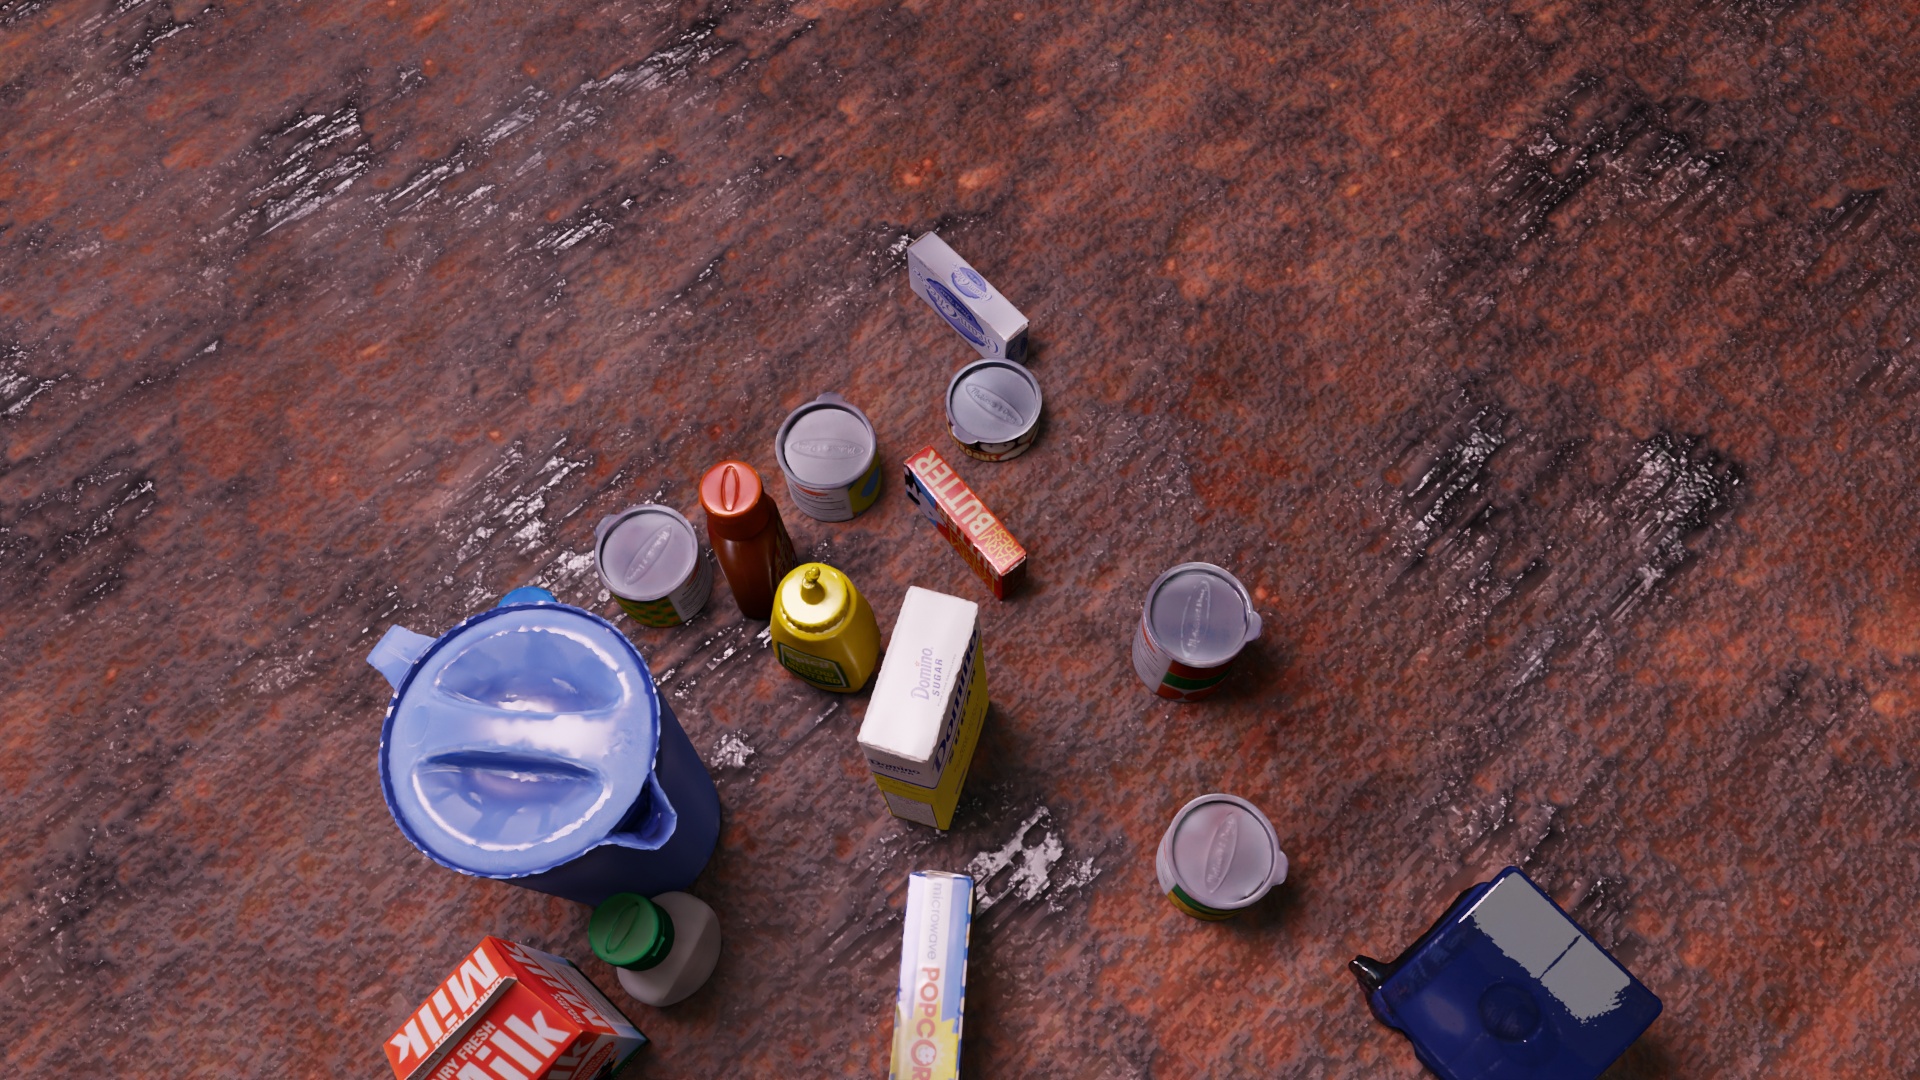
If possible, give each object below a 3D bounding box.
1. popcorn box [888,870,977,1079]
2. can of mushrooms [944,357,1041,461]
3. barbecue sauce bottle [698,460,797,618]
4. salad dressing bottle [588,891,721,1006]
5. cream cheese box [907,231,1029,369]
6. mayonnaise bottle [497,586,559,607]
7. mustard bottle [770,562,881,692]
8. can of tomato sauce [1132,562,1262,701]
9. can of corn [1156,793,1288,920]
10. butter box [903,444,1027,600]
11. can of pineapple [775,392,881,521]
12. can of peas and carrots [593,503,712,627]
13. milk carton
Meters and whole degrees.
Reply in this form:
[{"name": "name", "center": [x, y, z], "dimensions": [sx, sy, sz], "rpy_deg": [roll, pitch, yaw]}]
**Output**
[{"name": "popcorn box", "center": [-0.014, 0.258, 0.787], "dimensions": [0.038, 0.085, 0.127], "rpy_deg": [4, 68, 3]}, {"name": "can of mushrooms", "center": [0.021, -0.088, 0.958], "dimensions": [0.071, 0.033, 0.071], "rpy_deg": [0, 68, 1]}, {"name": "barbecue sauce bottle", "center": [-0.131, -0.003, 0.862], "dimensions": [0.044, 0.148, 0.065], "rpy_deg": [-1, 68, 0]}, {"name": "salad dressing bottle", "center": [-0.169, 0.223, 0.770], "dimensions": [0.044, 0.147, 0.064], "rpy_deg": [25, 70, 10]}, {"name": "cream cheese box", "center": [0.006, -0.167, 0.980], "dimensions": [0.024, 0.053, 0.104], "rpy_deg": [-40, 73, -14]}, {"name": "mayonnaise bottle", "center": [-0.240, 0.069, 0.834], "dimensions": [0.065, 0.147, 0.041], "rpy_deg": [15, 69, 7]}, {"name": "mustard bottle", "center": [-0.085, 0.048, 0.834], "dimensions": [0.065, 0.159, 0.049], "rpy_deg": [17, 69, 8]}, {"name": "can of tomato sauce", "center": [0.146, 0.059, 0.868], "dimensions": [0.071, 0.082, 0.071], "rpy_deg": [0, 68, 1]}, {"name": "can of corn", "center": [0.154, 0.190, 0.827], "dimensions": [0.071, 0.058, 0.071], "rpy_deg": [0, 68, 1]}, {"name": "butter box", "center": [0.003, -0.011, 0.916], "dimensions": [0.024, 0.053, 0.103], "rpy_deg": [-37, 72, -13]}, {"name": "can of pineapple", "center": [-0.086, -0.054, 0.932], "dimensions": [0.071, 0.057, 0.071], "rpy_deg": [0, 68, 1]}, {"name": "can of peas and carrots", "center": [-0.201, 0.016, 0.904], "dimensions": [0.071, 0.058, 0.071], "rpy_deg": [0, 68, 1]}, {"name": "milk carton", "center": [-0.234, 0.264, 0.731], "dimensions": [0.073, 0.189, 0.072], "rpy_deg": [39, 74, 15]}]
